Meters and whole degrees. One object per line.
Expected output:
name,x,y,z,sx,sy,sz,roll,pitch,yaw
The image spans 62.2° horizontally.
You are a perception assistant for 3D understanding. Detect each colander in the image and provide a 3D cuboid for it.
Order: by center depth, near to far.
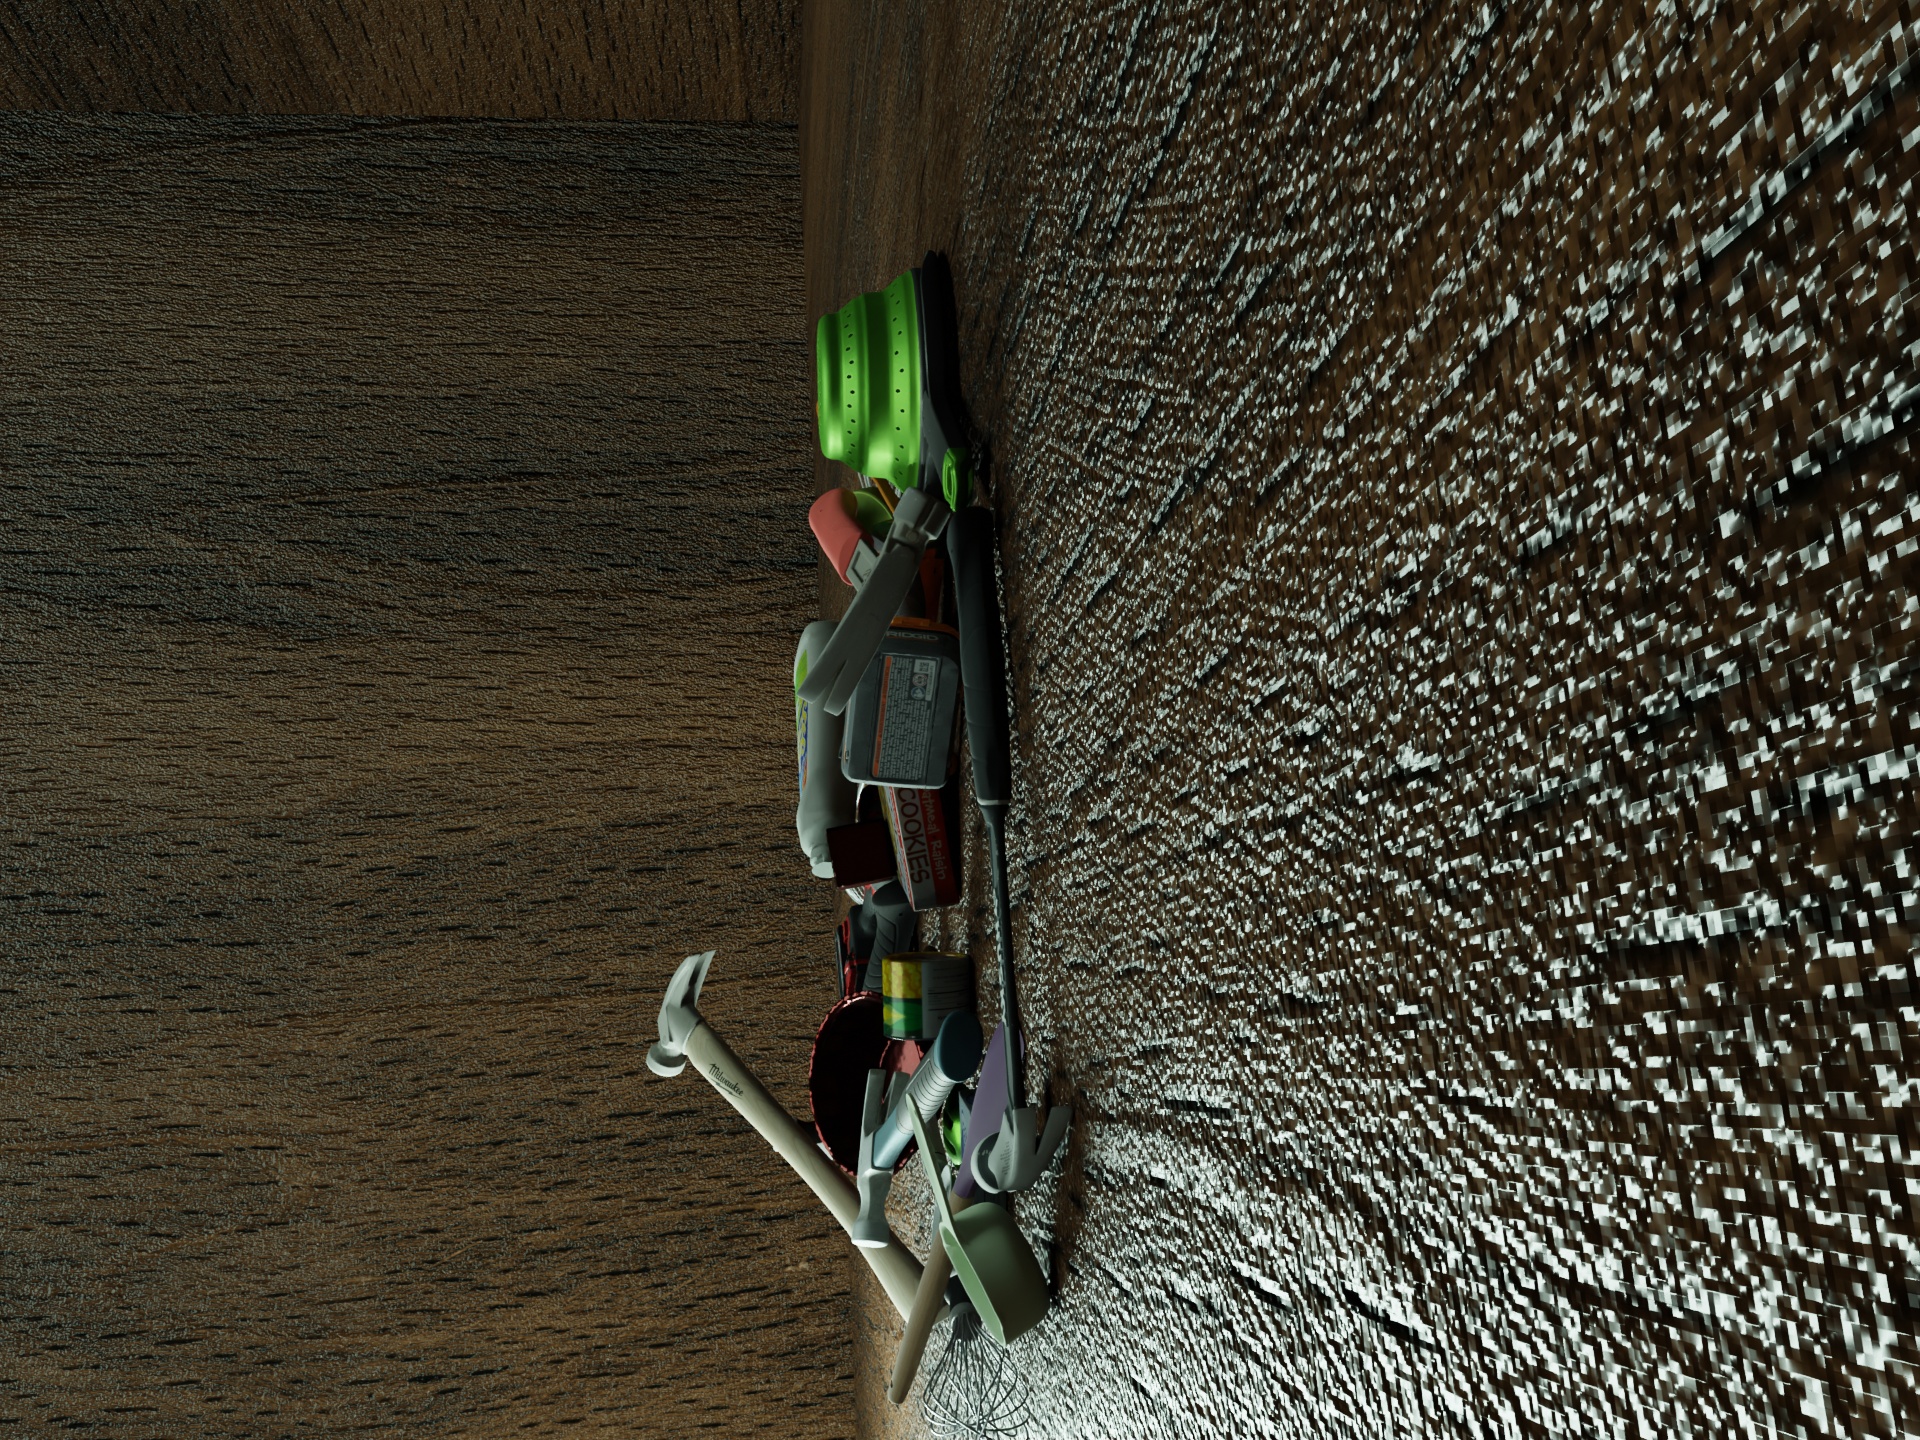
colander,-0.055,-0.226,1.167,0.397,0.094,0.204,-104,14,-64

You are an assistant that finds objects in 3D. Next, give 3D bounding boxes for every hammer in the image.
hammer,0.020,0.063,0.936,0.149,0.036,0.409,112,155,-68
hammer,-0.082,-0.113,1.141,0.149,0.036,0.359,-60,16,7
hammer,-0.035,0.285,1.158,0.330,0.033,0.128,115,161,-58
hammer,-0.147,0.385,1.454,0.411,0.038,0.146,40,121,31
hammer,-0.076,0.280,1.459,0.035,0.146,0.334,-101,21,-56

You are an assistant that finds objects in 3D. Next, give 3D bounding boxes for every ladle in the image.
ladle,-0.056,-0.088,1.401,0.078,0.062,0.321,98,165,-48

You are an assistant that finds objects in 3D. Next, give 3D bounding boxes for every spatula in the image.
spatula,-0.005,0.325,1.037,0.060,0.018,0.315,-114,36,-63

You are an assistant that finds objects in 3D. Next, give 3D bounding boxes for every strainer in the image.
strainer,-0.015,0.340,1.199,0.259,0.050,0.086,-115,33,-68

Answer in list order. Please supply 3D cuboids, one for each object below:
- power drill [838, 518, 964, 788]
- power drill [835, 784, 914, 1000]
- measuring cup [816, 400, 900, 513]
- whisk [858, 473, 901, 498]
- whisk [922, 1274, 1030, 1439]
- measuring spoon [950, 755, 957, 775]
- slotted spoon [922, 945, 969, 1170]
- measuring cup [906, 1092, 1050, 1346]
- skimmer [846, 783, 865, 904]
power drill,-0.046,-0.038,1.194,0.227,0.084,0.164,-95,12,-62
power drill,-0.073,0.181,1.531,0.143,0.078,0.219,-102,15,-50
measuring cup,-0.057,-0.229,1.366,0.052,0.095,0.174,-41,67,28
whisk,-0.075,-0.180,1.579,0.059,0.058,0.246,-40,-45,-54
whisk,0.005,0.422,1.080,0.284,0.070,0.070,-173,81,-87
measuring spoon,-0.002,-0.004,1.192,0.021,0.011,0.116,-98,13,-50
slotted spoon,-0.010,0.256,1.250,0.314,0.031,0.070,-108,15,-69
measuring cup,0.009,0.272,0.893,0.083,0.038,0.167,29,139,64
skimmer,-0.064,0.051,1.592,0.127,0.090,0.363,-94,17,-47
